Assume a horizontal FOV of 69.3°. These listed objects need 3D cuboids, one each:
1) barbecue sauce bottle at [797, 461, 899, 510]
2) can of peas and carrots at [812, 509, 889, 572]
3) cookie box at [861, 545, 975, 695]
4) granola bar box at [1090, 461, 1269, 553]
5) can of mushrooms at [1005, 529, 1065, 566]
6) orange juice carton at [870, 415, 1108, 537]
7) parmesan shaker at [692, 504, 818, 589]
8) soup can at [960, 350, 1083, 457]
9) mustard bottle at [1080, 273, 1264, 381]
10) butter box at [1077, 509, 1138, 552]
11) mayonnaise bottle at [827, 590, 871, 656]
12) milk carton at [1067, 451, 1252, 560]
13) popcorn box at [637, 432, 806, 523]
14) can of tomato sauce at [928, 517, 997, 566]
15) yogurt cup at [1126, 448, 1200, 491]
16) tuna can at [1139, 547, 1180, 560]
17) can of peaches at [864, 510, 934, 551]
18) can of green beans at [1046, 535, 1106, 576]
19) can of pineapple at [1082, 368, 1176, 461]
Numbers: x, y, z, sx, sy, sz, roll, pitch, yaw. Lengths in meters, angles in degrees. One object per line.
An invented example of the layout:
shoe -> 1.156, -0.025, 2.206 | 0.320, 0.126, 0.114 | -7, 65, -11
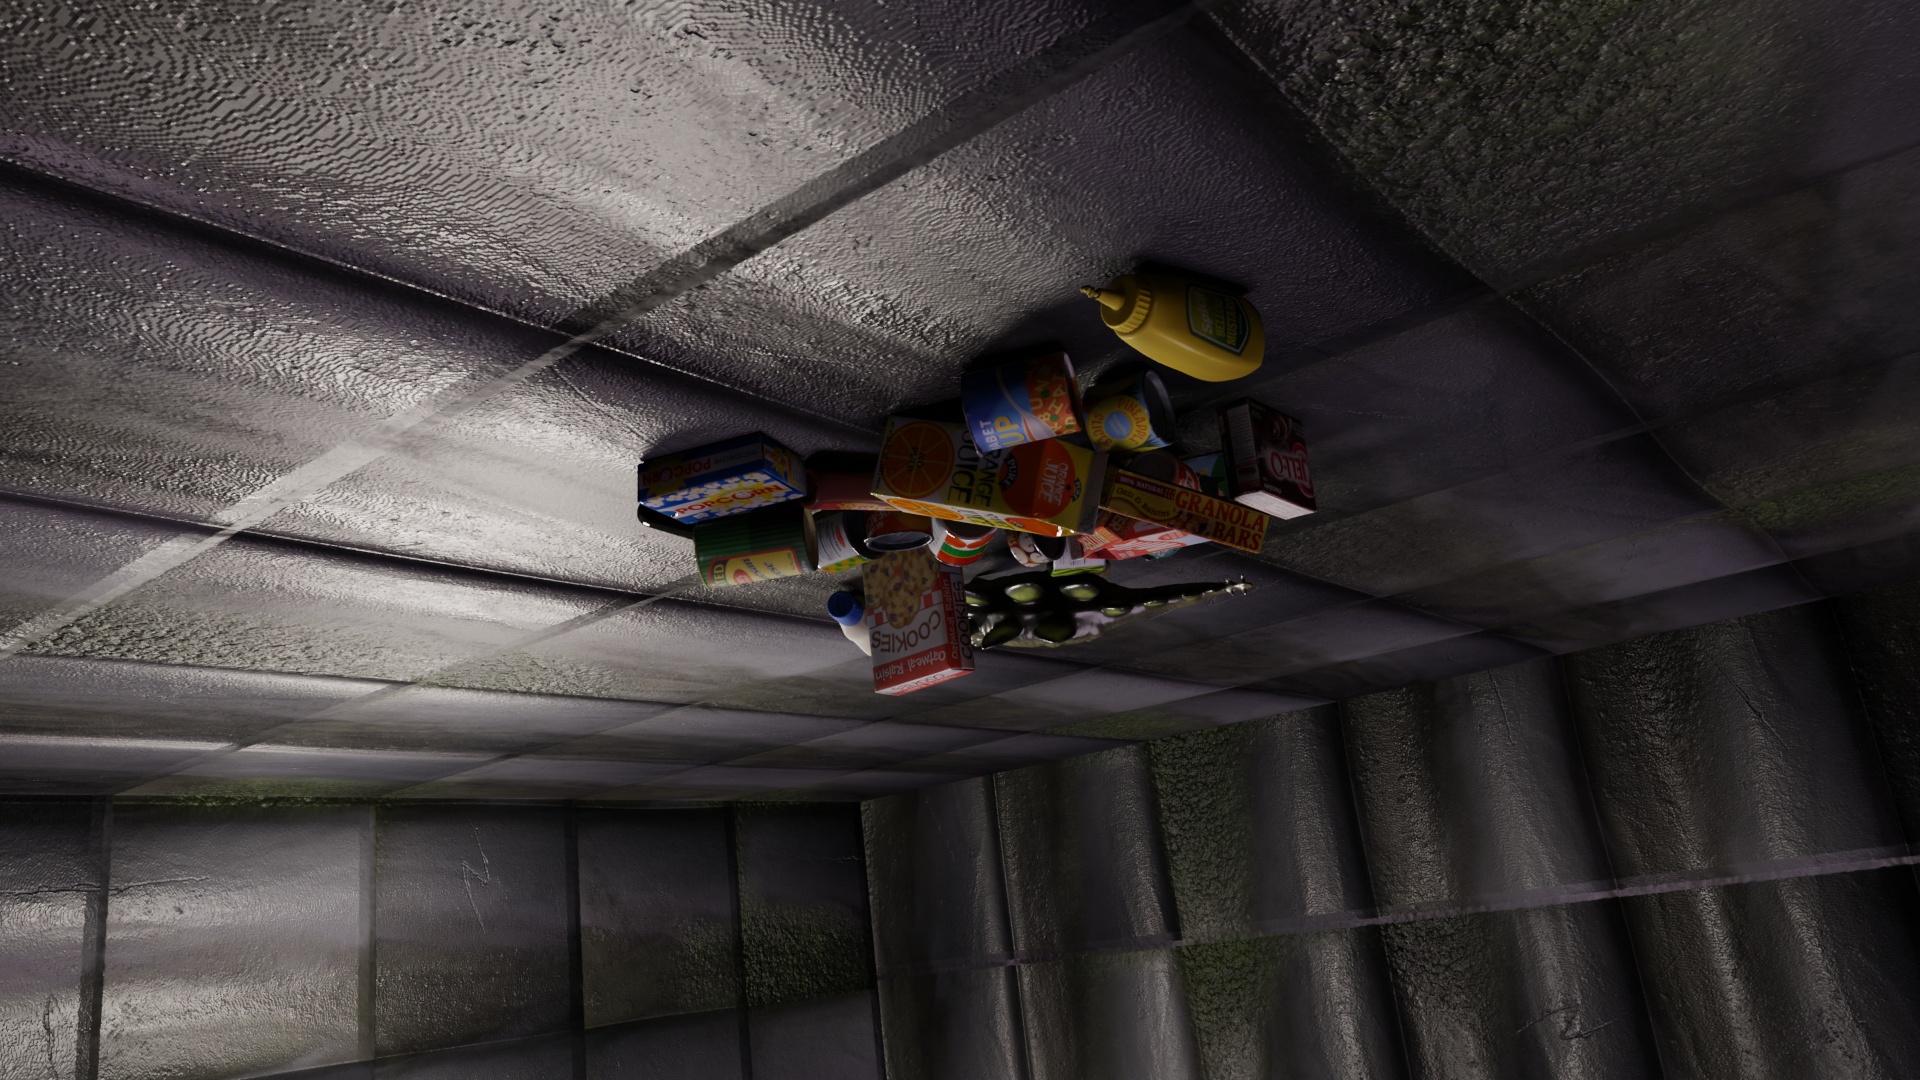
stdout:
barbecue sauce bottle -> -0.074, -0.049, 1.294 | 0.149, 0.043, 0.065 | 1, -178, -26
can of peas and carrots -> -0.112, -0.006, 1.393 | 0.058, 0.071, 0.071 | -19, 160, 37
cookie box -> -0.048, 0.073, 1.504 | 0.040, 0.168, 0.122 | 9, 157, -44
granola bar box -> 0.168, -0.035, 1.220 | 0.165, 0.039, 0.124 | 15, -177, -27
can of mushrooms -> 0.078, -0.008, 1.466 | 0.033, 0.071, 0.071 | -18, 160, 36
orange juice carton -> 0.028, -0.052, 1.173 | 0.193, 0.072, 0.073 | 9, 171, 24
parmesan shaker -> -0.190, 0.004, 1.297 | 0.103, 0.071, 0.071 | -9, 163, 5
soup can -> 0.050, -0.108, 1.104 | 0.084, 0.071, 0.071 | -11, 163, 14
mustard bottle -> 0.150, -0.158, 0.993 | 0.160, 0.065, 0.048 | 10, 161, -36
butter box -> 0.148, -0.020, 1.341 | 0.024, 0.053, 0.103 | 39, 169, -3
mayonnaise bottle -> -0.128, 0.101, 1.760 | 0.041, 0.065, 0.147 | -18, 158, 8
milk carton -> 0.200, -0.031, 1.426 | 0.190, 0.072, 0.073 | -12, 163, 16
popcorn box -> -0.211, -0.054, 1.237 | 0.126, 0.038, 0.085 | -13, 164, 17
can of tomato sauce -> 0.005, -0.018, 1.400 | 0.071, 0.071, 0.082 | -4, 163, -10
yogurt cup -> 0.194, -0.056, 1.357 | 0.072, 0.072, 0.054 | -14, 154, 21
tuna can -> 0.214, -0.015, 1.491 | 0.071, 0.071, 0.032 | -2, 161, -17
can of peaches -> -0.063, -0.026, 1.359 | 0.071, 0.058, 0.071 | -6, 164, -2
can of green beans -> 0.125, 0.005, 1.528 | 0.058, 0.071, 0.071 | -5, 163, -6
can of pineapple -> 0.140, -0.104, 1.160 | 0.058, 0.071, 0.071 | -15, 161, 27
